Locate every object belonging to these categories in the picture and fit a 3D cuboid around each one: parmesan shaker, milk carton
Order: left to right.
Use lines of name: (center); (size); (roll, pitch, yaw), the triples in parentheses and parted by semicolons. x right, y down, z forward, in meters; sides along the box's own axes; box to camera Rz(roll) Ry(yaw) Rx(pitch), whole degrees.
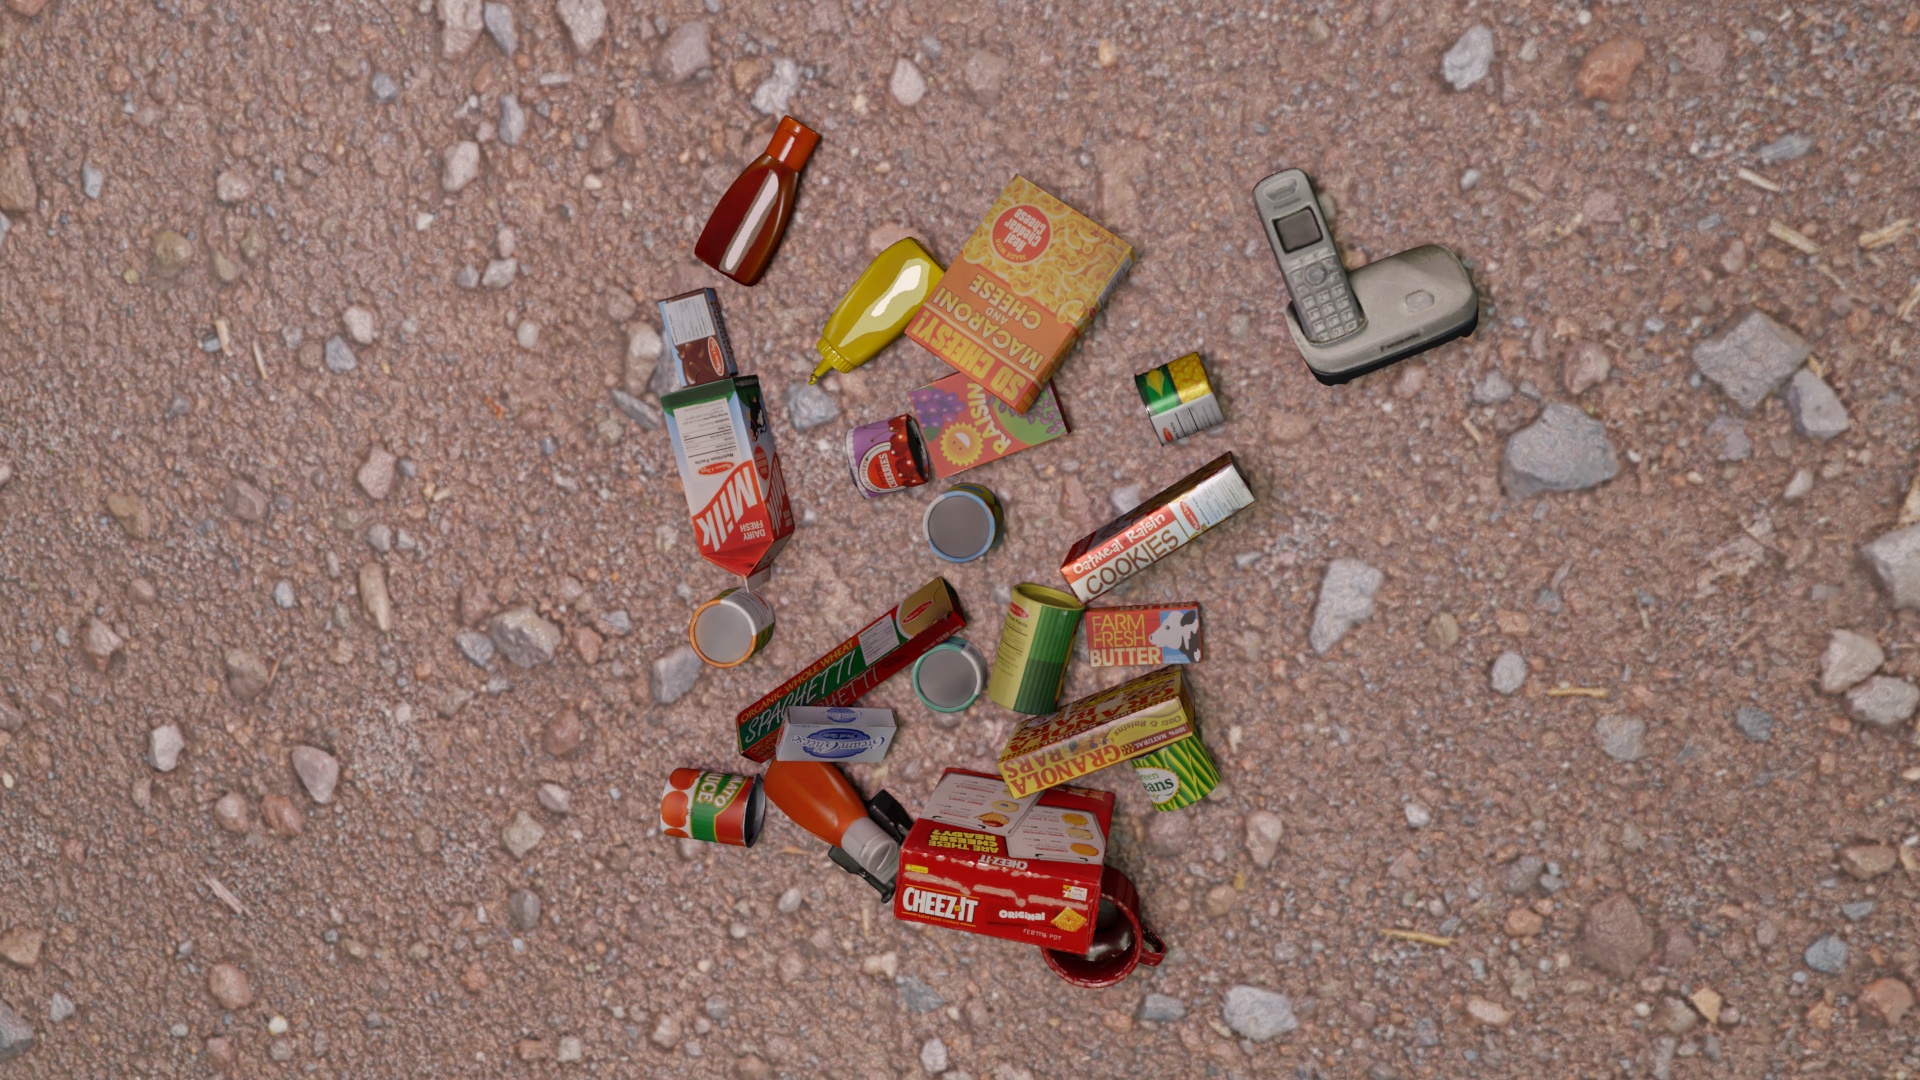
milk carton: (-0.206, -0.050, 1.267); (0.073, 0.072, 0.190); (-12, 96, 11)
parmesan shaker: (0.066, 0.097, 1.251); (0.071, 0.071, 0.102); (15, 102, 7)

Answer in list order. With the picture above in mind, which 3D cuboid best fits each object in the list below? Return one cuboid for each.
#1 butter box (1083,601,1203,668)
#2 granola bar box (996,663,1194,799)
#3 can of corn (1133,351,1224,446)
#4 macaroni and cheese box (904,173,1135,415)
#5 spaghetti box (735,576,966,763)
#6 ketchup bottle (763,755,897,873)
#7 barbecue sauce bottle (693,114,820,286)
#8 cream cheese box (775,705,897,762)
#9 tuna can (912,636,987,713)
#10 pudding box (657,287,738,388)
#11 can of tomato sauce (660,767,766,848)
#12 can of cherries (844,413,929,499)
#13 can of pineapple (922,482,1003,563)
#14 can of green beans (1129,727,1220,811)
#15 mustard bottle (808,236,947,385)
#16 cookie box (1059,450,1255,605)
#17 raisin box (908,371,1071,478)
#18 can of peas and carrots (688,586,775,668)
butter box: (0.165, 0.085, 1.252); (0.103, 0.024, 0.053); (-3, 99, 10)
granola bar box: (0.123, 0.166, 1.221); (0.165, 0.124, 0.039); (-22, 94, 13)
can of corn: (0.187, -0.124, 1.194); (0.058, 0.071, 0.071); (-22, 95, 12)
macaroni and cheese box: (0.051, -0.209, 1.188); (0.124, 0.040, 0.166); (36, 92, 15)
spaghetti box: (-0.105, 0.122, 1.287); (0.249, 0.050, 0.028); (-35, 131, 13)
ketchup bottle: (-0.119, 0.248, 1.280); (0.149, 0.043, 0.064); (35, 101, 36)
barbecue sauce bottle: (-0.176, -0.304, 1.235); (0.065, 0.044, 0.148); (32, 102, 3)
cream cheese box: (-0.115, 0.179, 1.282); (0.104, 0.024, 0.053); (4, 131, -21)
tuna can: (-0.012, 0.125, 1.283); (0.071, 0.033, 0.071); (1, 99, 9)
pudding box: (-0.241, -0.185, 1.272); (0.049, 0.030, 0.083); (-14, 97, 10)
can of tomato sauce: (-0.235, 0.252, 1.324); (0.083, 0.071, 0.071); (6, 100, 9)
can of cherries: (-0.065, -0.074, 1.240); (0.058, 0.071, 0.071); (-14, 97, 11)
can of pineapple: (0.004, -0.016, 1.245); (0.071, 0.058, 0.071); (2, 100, 9)
can of green beans: (0.191, 0.202, 1.245); (0.071, 0.071, 0.058); (-26, 95, 13)
mustard bottle: (-0.082, -0.197, 1.234); (0.160, 0.049, 0.065); (-43, 90, 14)
cookie box: (0.168, -0.012, 1.184); (0.167, 0.123, 0.040); (-32, 92, 13)
raisin box: (0.026, -0.115, 1.235); (0.123, 0.040, 0.086); (-19, 96, 11)
can of peas and carrots: (-0.215, 0.083, 1.297); (0.071, 0.059, 0.070); (2, 99, 10)
